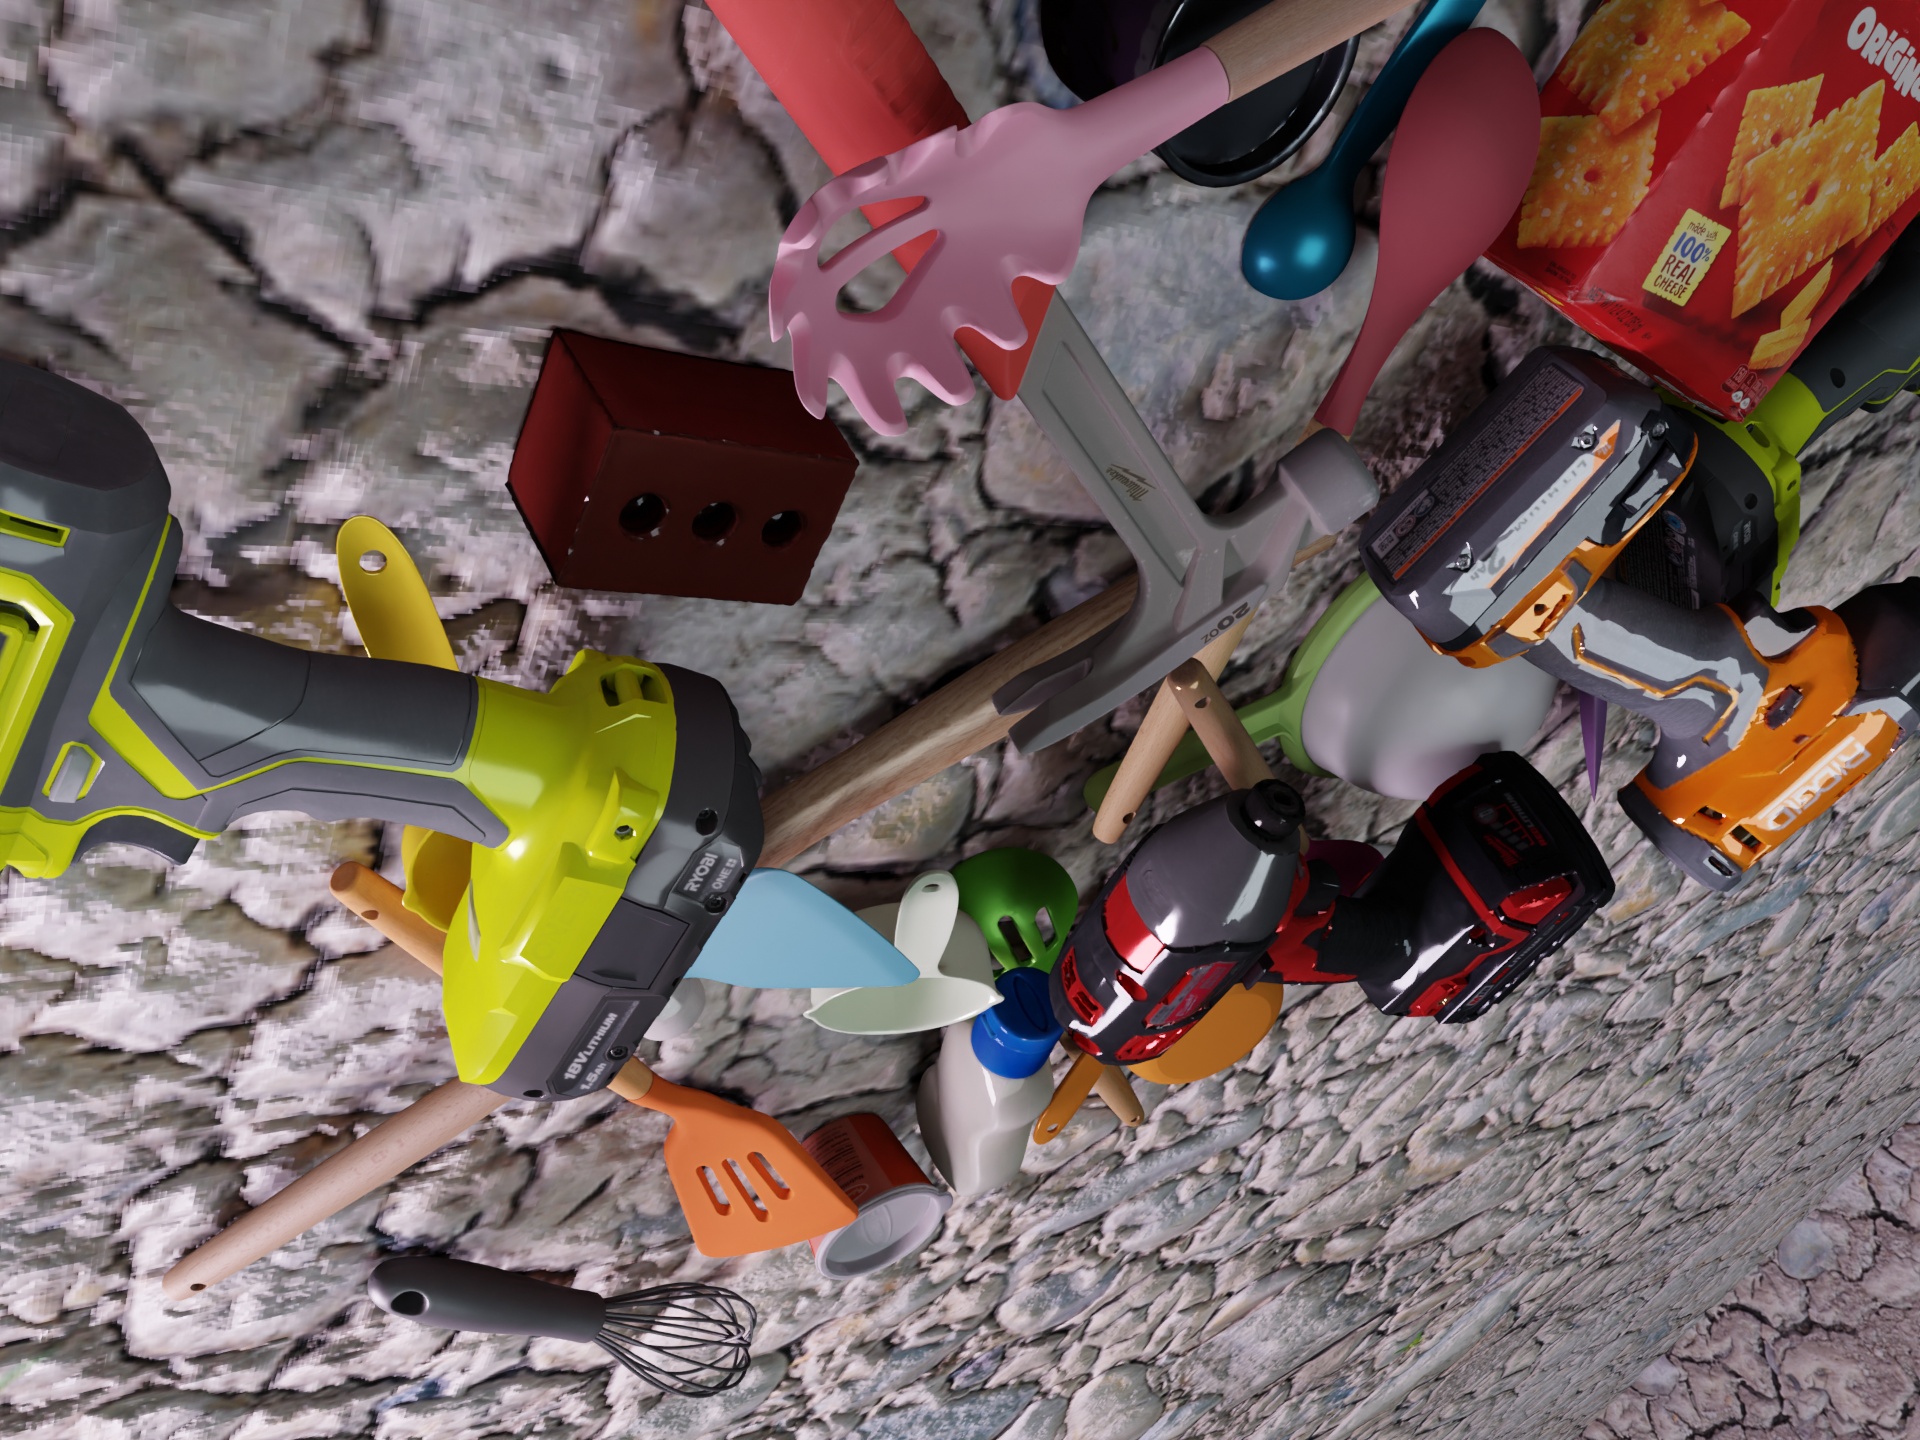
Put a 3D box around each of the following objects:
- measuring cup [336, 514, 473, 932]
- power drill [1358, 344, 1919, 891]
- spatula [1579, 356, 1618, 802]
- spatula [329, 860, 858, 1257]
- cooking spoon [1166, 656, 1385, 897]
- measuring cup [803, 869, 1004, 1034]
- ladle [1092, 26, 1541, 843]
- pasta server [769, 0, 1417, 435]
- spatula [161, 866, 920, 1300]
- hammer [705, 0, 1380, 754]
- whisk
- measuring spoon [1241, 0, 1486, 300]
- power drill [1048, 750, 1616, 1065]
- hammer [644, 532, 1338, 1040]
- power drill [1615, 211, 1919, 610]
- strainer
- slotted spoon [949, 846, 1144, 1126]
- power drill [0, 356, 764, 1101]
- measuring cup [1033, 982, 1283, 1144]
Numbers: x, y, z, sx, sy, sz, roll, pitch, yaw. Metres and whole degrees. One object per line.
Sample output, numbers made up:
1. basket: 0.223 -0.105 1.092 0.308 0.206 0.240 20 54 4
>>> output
1. measuring cup: -0.158 0.001 0.485 0.062 0.029 0.156 -21 128 -15
2. power drill: 0.290 -0.046 0.631 0.226 0.084 0.164 35 111 -20
3. spatula: 0.300 -0.058 0.753 0.018 0.060 0.315 -2 148 20
4. spatula: -0.139 0.142 0.624 0.081 0.041 0.322 -18 142 12
5. cooking spoon: 0.138 0.046 0.685 0.069 0.017 0.318 -31 148 8
6. measuring cup: -0.020 0.080 0.618 0.083 0.038 0.167 -3 151 -9
7. ladle: 0.117 -0.082 0.564 0.069 0.031 0.315 1 124 -40
8. pasta server: 0.088 -0.168 0.386 0.316 0.040 0.060 -31 131 -7
9. spatula: -0.165 0.135 0.557 0.317 0.044 0.082 -33 134 12
10. hammer: -0.007 -0.123 0.424 0.149 0.037 0.358 -36 136 9
11. whisk: -0.176 0.278 0.737 0.055 0.055 0.238 -44 138 9
12. measuring spoon: 0.139 -0.189 0.512 0.042 0.021 0.128 9 125 -43
13. power drill: 0.154 0.073 0.651 0.219 0.079 0.143 -1 138 -32
14. hammer: -0.001 -0.002 0.591 0.331 0.031 0.129 -31 142 -8
15. power drill: 0.401 -0.142 0.725 0.223 0.080 0.171 -40 142 -1
16. strainer: 0.177 0.004 0.704 0.256 0.069 0.151 -22 140 -21
17. slotted spoon: 0.055 0.150 0.797 0.070 0.031 0.313 -30 144 0
18. power drill: -0.187 0.030 0.421 0.228 0.080 0.190 20 115 -33
19. measuring cup: 0.088 0.161 0.759 0.095 0.052 0.173 10 122 -35
